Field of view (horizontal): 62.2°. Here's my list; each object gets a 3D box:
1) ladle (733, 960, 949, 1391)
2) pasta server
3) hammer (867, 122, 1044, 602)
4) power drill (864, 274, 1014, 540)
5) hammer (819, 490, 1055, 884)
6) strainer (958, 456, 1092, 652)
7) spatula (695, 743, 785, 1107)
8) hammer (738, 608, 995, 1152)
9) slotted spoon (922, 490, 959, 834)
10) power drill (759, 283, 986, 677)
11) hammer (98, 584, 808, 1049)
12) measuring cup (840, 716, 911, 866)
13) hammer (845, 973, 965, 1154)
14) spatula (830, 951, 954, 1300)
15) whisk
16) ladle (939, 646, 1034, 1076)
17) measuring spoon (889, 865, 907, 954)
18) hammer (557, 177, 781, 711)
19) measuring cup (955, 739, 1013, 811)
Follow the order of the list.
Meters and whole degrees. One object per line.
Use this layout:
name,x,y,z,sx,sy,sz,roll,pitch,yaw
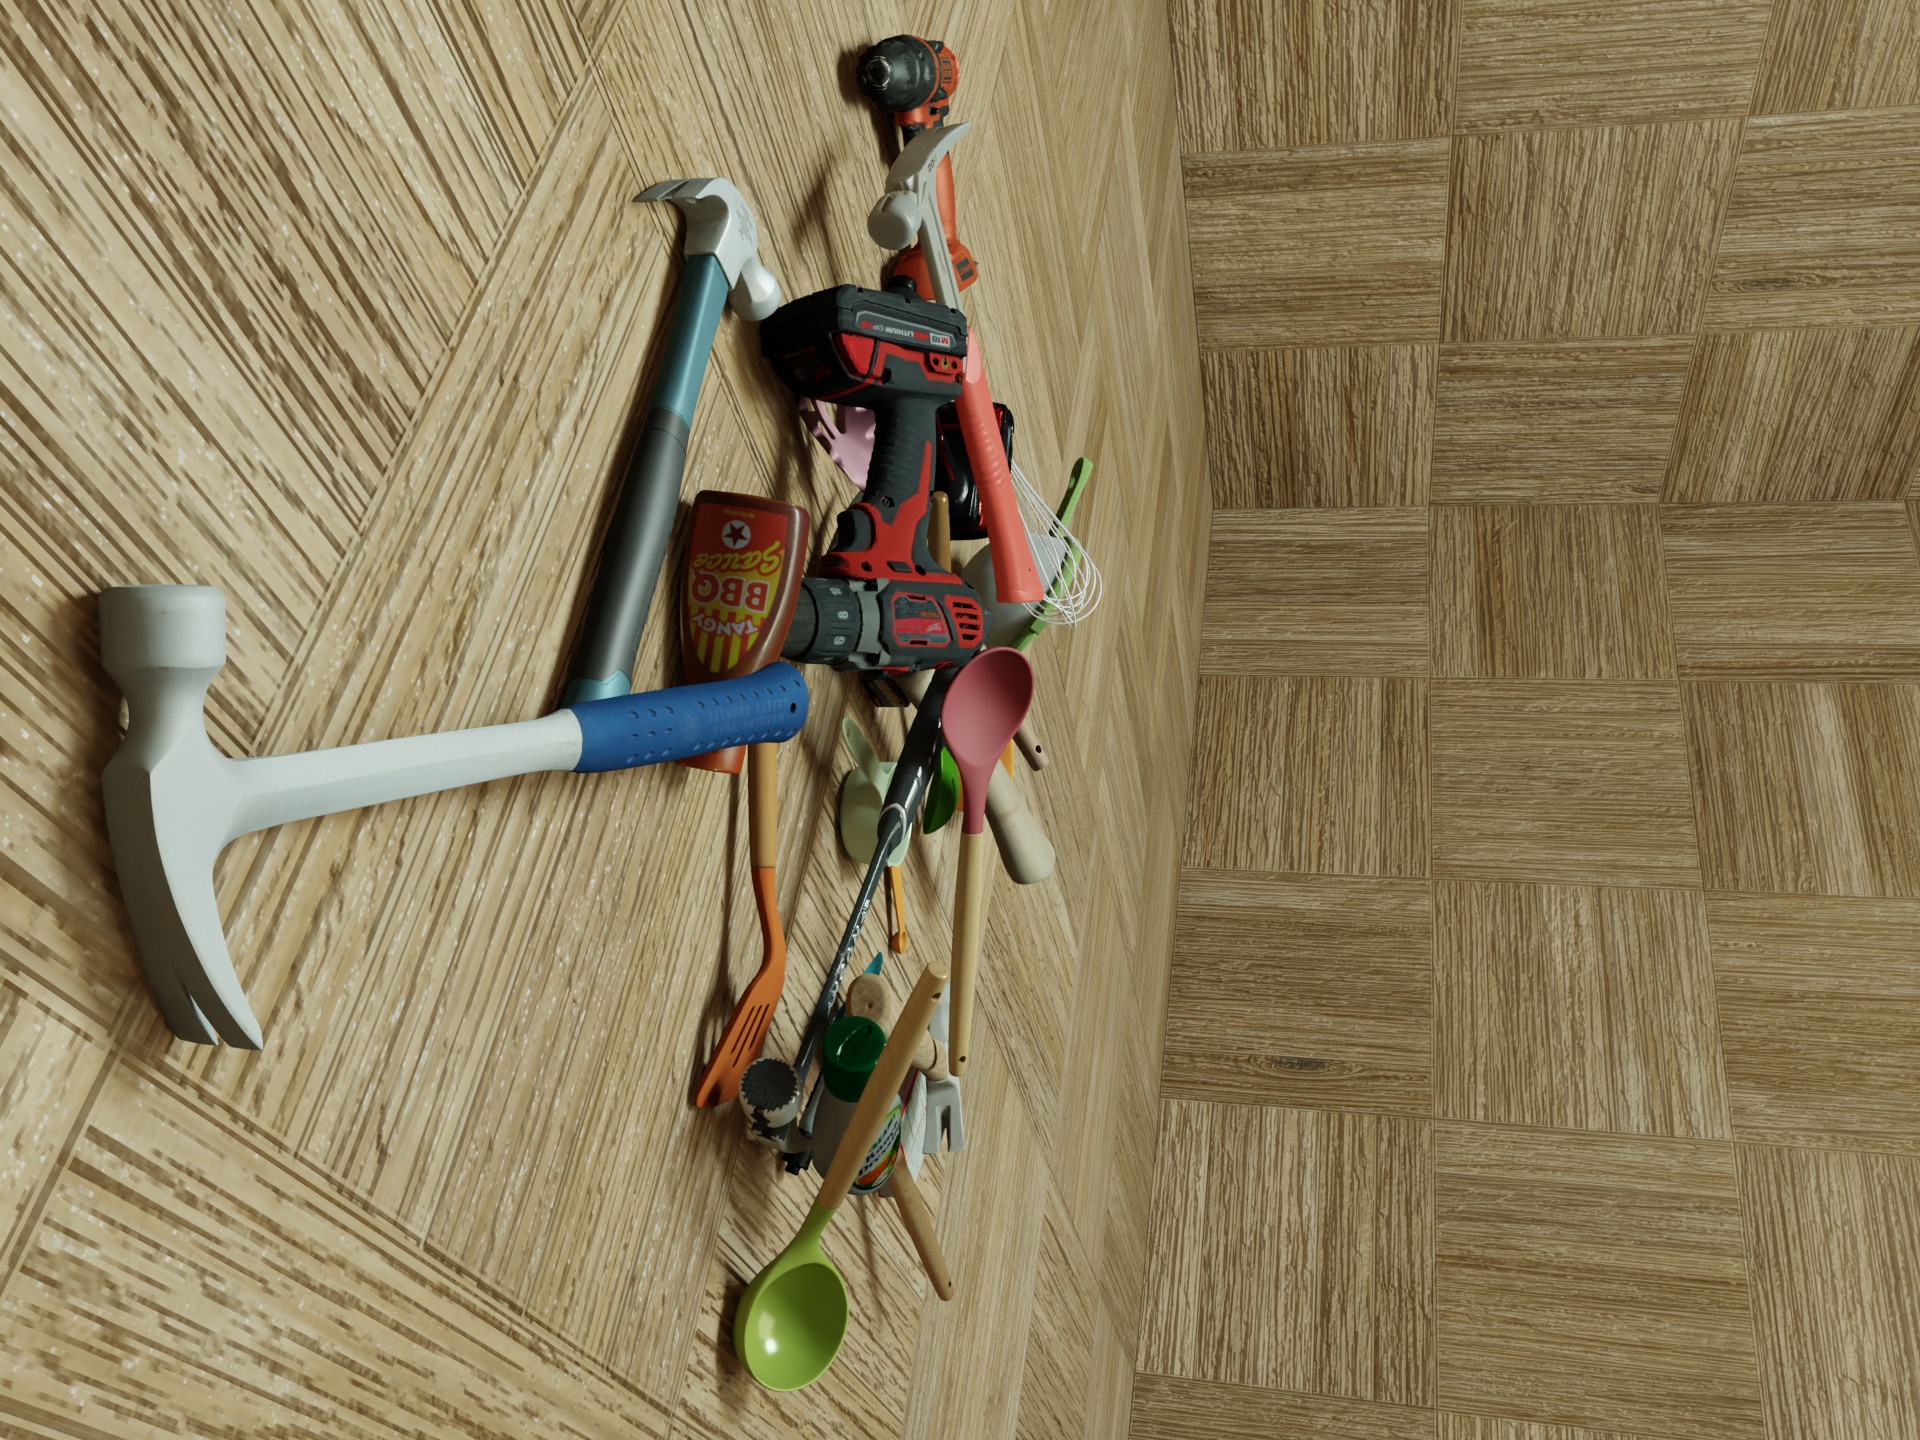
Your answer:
ladle,-0.060,0.263,0.899,0.078,0.062,0.320,-6,131,-41
pasta server,-0.020,-0.102,1.058,0.060,0.040,0.316,-38,102,-34
hammer,0.011,-0.238,1.155,0.149,0.037,0.358,-67,150,-44
power drill,-0.026,-0.231,1.209,0.219,0.078,0.143,40,53,-68
hammer,-0.002,-0.004,1.212,0.410,0.038,0.146,58,43,-48
strainer,0.054,-0.157,1.430,0.151,0.069,0.256,-34,-153,55
spatula,-0.126,0.063,0.940,0.081,0.041,0.323,30,58,-76
hammer,-0.049,0.089,1.044,0.149,0.036,0.409,90,18,-59
slotted spoon,-0.016,-0.038,1.253,0.070,0.031,0.313,-89,179,-54
power drill,-0.070,-0.139,0.958,0.187,0.080,0.227,-1,88,-43
hammer,-0.168,0.015,0.647,0.405,0.035,0.144,-14,105,-68
measuring cup,-0.072,0.044,1.117,0.167,0.038,0.083,66,29,-55
hammer,-0.033,0.221,1.083,0.331,0.031,0.130,68,14,-70
spatula,-0.046,0.315,1.166,0.082,0.044,0.317,-53,133,-49
whisk,0.041,-0.199,1.331,0.070,0.070,0.285,52,14,-68
ladle,0.008,0.099,1.080,0.031,0.069,0.315,31,-59,57
measuring spoon,-0.054,0.129,1.254,0.021,0.011,0.117,-42,128,-70
hammer,-0.149,-0.137,0.803,0.128,0.033,0.331,67,28,-60
measuring cup,0.021,0.009,1.453,0.095,0.052,0.174,76,19,-45
